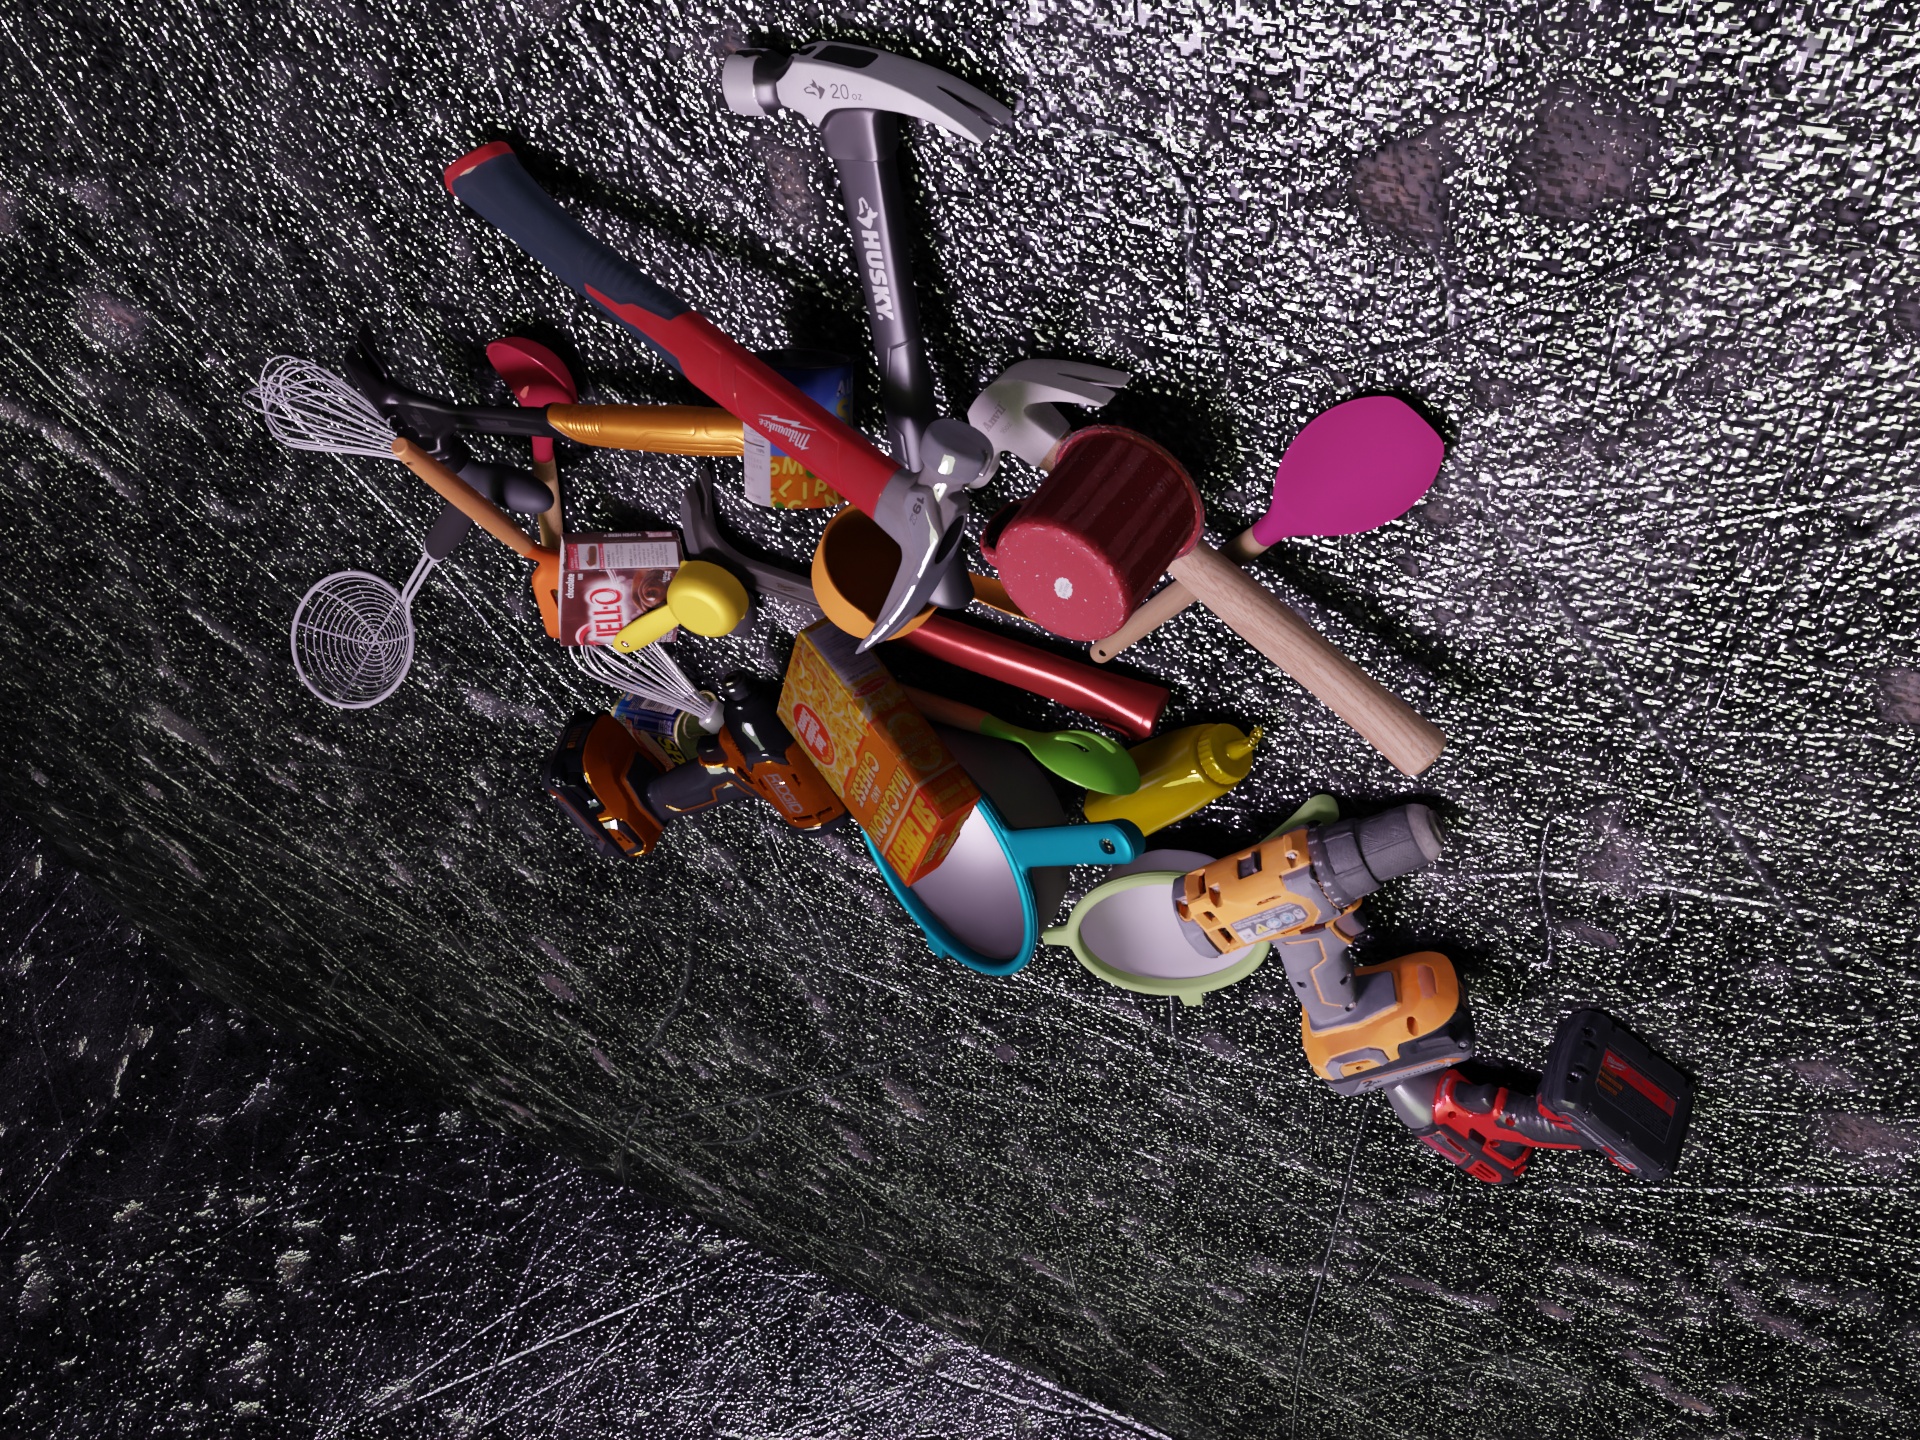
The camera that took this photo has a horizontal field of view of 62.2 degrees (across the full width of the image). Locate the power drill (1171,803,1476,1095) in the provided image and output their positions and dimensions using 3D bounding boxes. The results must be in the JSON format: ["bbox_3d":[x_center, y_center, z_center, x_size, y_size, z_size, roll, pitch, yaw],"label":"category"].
[{"bbox_3d":[0.279,0.153,1.100,0.185,0.084,0.226,-26,124,25],"label":"power drill"}]

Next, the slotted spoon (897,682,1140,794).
[{"bbox_3d":[-0.002,-0.004,1.134,0.314,0.070,0.031,18,109,40],"label":"slotted spoon"}]

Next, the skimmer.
[{"bbox_3d":[-0.494,-0.116,1.368,0.363,0.090,0.127,-31,83,53],"label":"skimmer"}]

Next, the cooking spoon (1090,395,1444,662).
[{"bbox_3d":[0.160,-0.097,0.920,0.068,0.017,0.319,42,147,-7],"label":"cooking spoon"}]

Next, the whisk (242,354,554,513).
[{"bbox_3d":[-0.421,-0.207,1.191,0.285,0.070,0.070,22,148,18],"label":"whisk"}]

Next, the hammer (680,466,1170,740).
[{"bbox_3d":[-0.029,-0.068,1.102,0.359,0.037,0.149,20,147,18],"label":"hammer"}]

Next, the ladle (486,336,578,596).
[{"bbox_3d":[-0.308,-0.180,1.184,0.069,0.031,0.315,28,151,5],"label":"ladle"}]

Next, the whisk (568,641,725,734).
[{"bbox_3d":[-0.214,-0.010,1.309,0.246,0.059,0.058,37,-175,-20],"label":"whisk"}]

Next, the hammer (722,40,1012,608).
[{"bbox_3d":[-0.027,-0.198,0.874,0.146,0.035,0.334,13,137,25],"label":"hammer"}]

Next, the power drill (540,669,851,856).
[{"bbox_3d":[-0.214,0.032,1.266,0.226,0.084,0.164,-8,135,22],"label":"power drill"}]

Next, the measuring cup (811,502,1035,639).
[{"bbox_3d":[-0.014,-0.084,1.042,0.173,0.095,0.052,17,157,-14],"label":"measuring cup"}]

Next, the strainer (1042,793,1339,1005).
[{"bbox_3d":[0.185,0.110,1.166,0.151,0.069,0.256,26,133,-19],"label":"strainer"}]

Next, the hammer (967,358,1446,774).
[{"bbox_3d":[0.142,-0.084,0.906,0.331,0.031,0.130,39,147,-1],"label":"hammer"}]

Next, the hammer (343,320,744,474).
[{"bbox_3d":[-0.240,-0.200,1.045,0.337,0.034,0.127,7,151,19],"label":"hammer"}]

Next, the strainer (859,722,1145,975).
[{"bbox_3d":[0.047,0.073,1.144,0.340,0.095,0.211,-10,107,59],"label":"strainer"}]

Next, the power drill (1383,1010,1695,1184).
[{"bbox_3d":[0.424,0.290,1.205,0.143,0.079,0.219,37,151,-10],"label":"power drill"}]

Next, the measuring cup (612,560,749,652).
[{"bbox_3d":[-0.217,-0.071,1.175,0.156,0.029,0.062,-23,122,42],"label":"measuring cup"}]

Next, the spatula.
[{"bbox_3d":[-0.331,-0.130,1.173,0.081,0.041,0.322,-8,165,8],"label":"spatula"}]

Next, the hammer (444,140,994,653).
[{"bbox_3d":[-0.157,-0.200,0.908,0.386,0.038,0.143,39,126,16],"label":"hammer"}]
